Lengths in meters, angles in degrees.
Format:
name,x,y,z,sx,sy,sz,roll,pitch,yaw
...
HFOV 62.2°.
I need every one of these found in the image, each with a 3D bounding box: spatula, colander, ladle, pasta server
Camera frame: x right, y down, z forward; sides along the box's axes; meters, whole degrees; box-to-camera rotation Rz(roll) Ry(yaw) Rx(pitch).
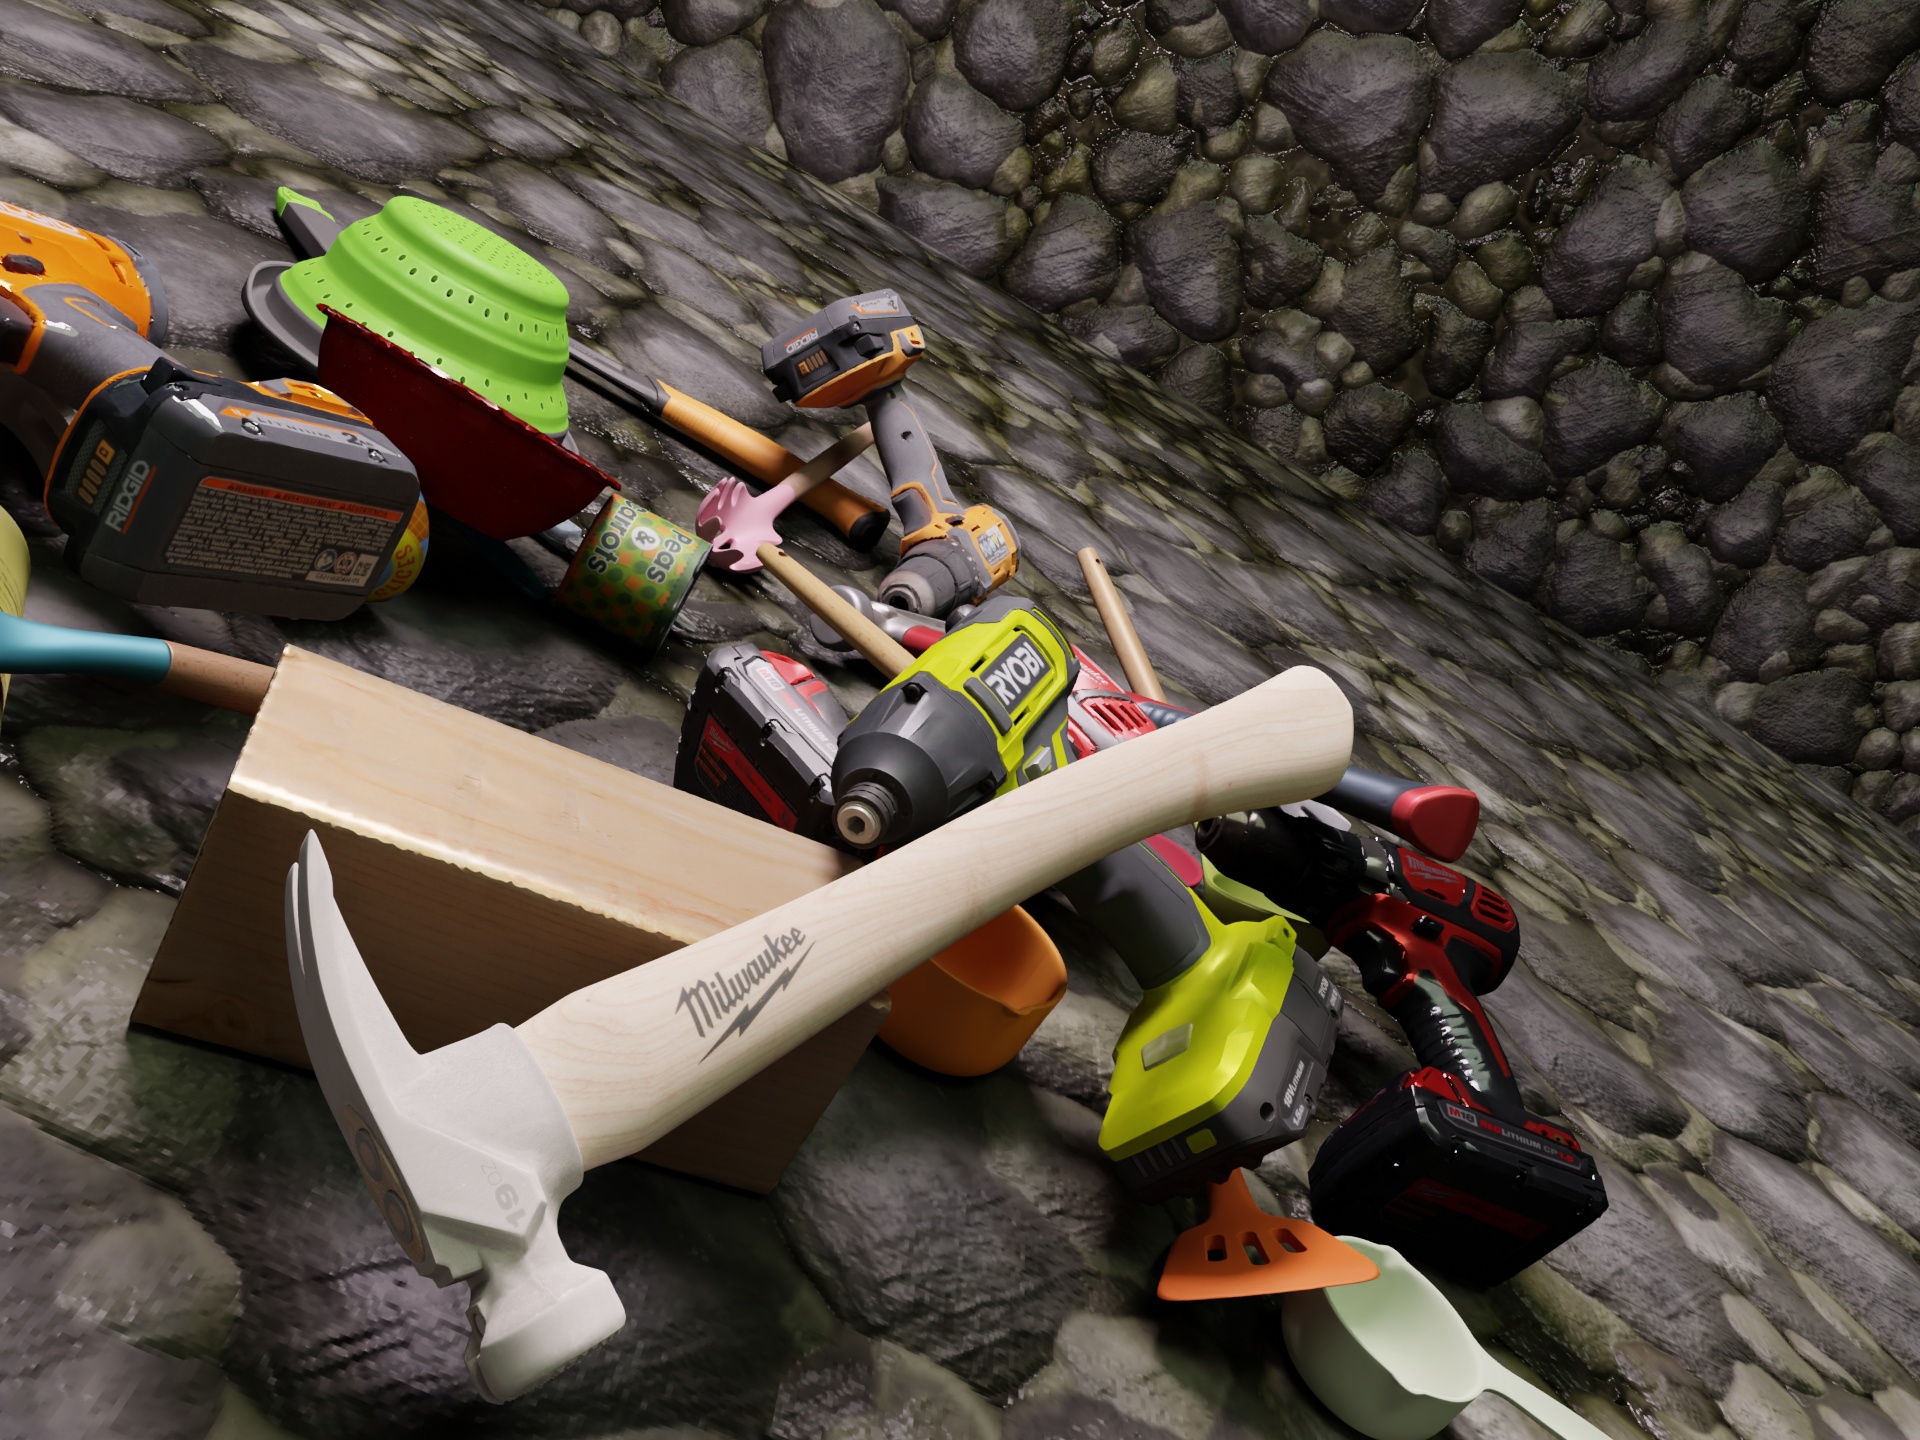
name,x,y,z,sx,sy,sz,roll,pitch,yaw
spatula,-0.238,-0.019,0.528,0.082,0.044,0.317,54,12,24
spatula,0.110,0.161,0.719,0.081,0.041,0.323,-6,22,2
colander,-0.339,-0.281,0.972,0.204,0.094,0.398,17,22,-46
ladle,0.137,0.010,0.959,0.078,0.062,0.320,14,45,-42
pasta server,-0.104,-0.166,1.088,0.060,0.040,0.316,56,29,-11
ladle,-0.001,-0.003,0.851,0.316,0.031,0.069,40,27,21

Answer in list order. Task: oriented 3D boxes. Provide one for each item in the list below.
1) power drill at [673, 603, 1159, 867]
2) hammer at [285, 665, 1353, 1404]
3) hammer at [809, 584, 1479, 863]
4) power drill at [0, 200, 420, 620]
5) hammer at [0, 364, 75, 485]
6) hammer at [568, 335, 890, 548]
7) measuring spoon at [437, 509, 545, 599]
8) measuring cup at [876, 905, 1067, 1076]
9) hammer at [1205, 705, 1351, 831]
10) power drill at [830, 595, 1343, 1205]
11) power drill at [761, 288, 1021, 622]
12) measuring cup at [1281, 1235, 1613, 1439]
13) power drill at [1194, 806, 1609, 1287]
name,x,y,z,sx,sy,sz,roll,pitch,yaw
power drill,-0.017,0.005,0.755,0.219,0.078,0.143,-15,50,-40
hammer,-0.003,0.042,0.520,0.410,0.038,0.146,-22,78,-41
hammer,0.101,-0.002,0.882,0.387,0.038,0.143,20,5,33
power drill,-0.334,-0.130,0.594,0.227,0.084,0.164,37,13,19
hammer,-0.426,-0.090,0.548,0.130,0.031,0.331,28,22,-11
hammer,-0.200,-0.224,1.153,0.337,0.034,0.127,30,22,-5
measuring spoon,-0.266,-0.101,0.824,0.128,0.021,0.042,43,25,3
measuring cup,-0.039,0.097,0.643,0.173,0.052,0.095,15,28,-34
hammer,0.112,0.037,1.007,0.405,0.035,0.144,3,35,-52
power drill,0.046,0.069,0.623,0.223,0.080,0.171,51,31,-4
power drill,-0.047,-0.171,1.087,0.226,0.084,0.185,62,26,-9
measuring cup,0.198,0.267,0.619,0.167,0.038,0.083,34,21,-2
power drill,0.205,0.139,0.778,0.187,0.080,0.227,24,36,-16
